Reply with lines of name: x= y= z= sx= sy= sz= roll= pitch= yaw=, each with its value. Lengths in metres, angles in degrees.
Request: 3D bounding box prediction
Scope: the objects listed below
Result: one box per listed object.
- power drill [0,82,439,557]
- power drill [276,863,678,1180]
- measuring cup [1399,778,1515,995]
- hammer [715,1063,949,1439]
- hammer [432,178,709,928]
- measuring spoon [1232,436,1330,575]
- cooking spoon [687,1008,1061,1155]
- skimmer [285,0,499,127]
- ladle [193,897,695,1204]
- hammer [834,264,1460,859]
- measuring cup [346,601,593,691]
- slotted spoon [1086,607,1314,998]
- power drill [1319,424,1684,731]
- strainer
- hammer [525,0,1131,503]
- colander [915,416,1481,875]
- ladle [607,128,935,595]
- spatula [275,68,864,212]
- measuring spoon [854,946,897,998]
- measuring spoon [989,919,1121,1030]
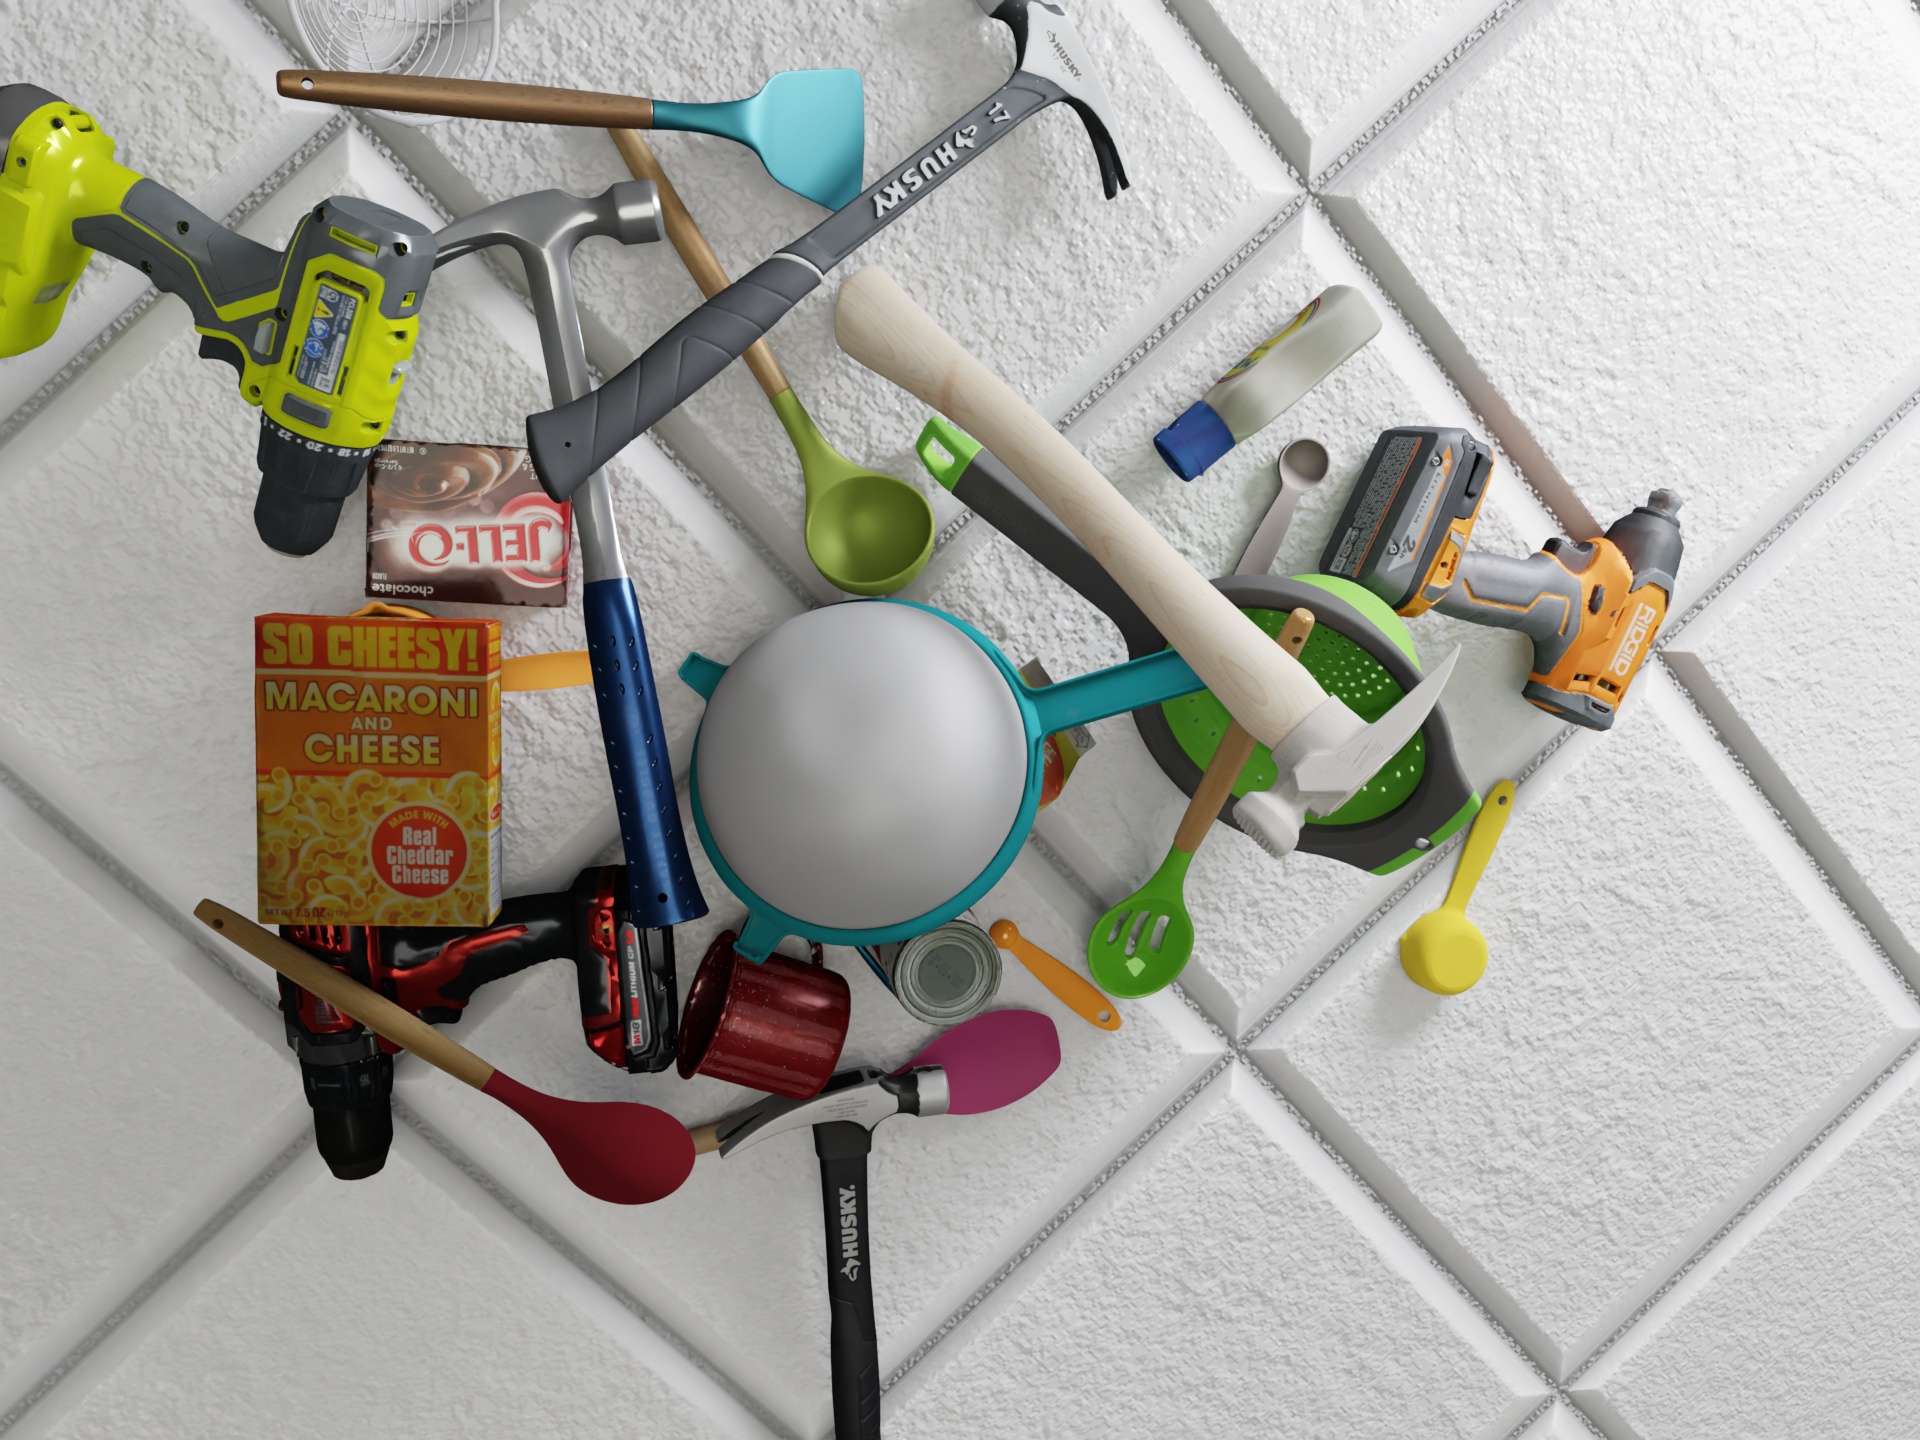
power drill: x=-0.403 y=-0.205 z=0.824 sx=0.228 sy=0.080 sz=0.190 roll=23 pitch=111 yaw=-7
power drill: x=-0.284 y=0.175 z=0.946 sx=0.226 sy=0.080 sz=0.188 roll=-3 pitch=101 yaw=-8
measuring cup: x=0.352 y=0.116 z=1.089 sx=0.062 sy=0.029 sz=0.156 roll=17 pitch=98 yaw=-15
hammer: x=-0.077 y=0.386 z=1.039 sx=0.146 sy=0.035 sz=0.334 roll=-5 pitch=105 yaw=-13
hammer: x=-0.203 y=-0.087 z=0.875 sx=0.144 sy=0.035 sz=0.405 roll=-10 pitch=92 yaw=-7
measuring spoon: x=0.198 y=-0.125 z=1.023 sx=0.034 sy=0.018 sz=0.124 roll=22 pitch=102 yaw=-15
cooking spoon: x=-0.088 y=0.249 z=1.029 sx=0.319 sy=0.017 sz=0.068 roll=-14 pitch=106 yaw=-10
skimmer: x=-0.169 y=-0.408 z=0.848 sx=0.363 sy=0.090 sz=0.127 roll=-14 pitch=115 yaw=-10
ladle: x=-0.289 y=0.188 z=0.900 sx=0.315 sy=0.031 sz=0.069 roll=34 pitch=100 yaw=-11
hammer: x=0.083 y=-0.119 z=0.881 sx=0.146 sy=0.038 sz=0.411 roll=-42 pitch=75 yaw=-3
measuring cup: x=-0.285 y=-0.028 z=0.919 sx=0.173 sy=0.052 sz=0.095 roll=-6 pitch=102 yaw=-13
slotted spoon: x=0.148 y=0.058 z=0.969 sx=0.070 sy=0.031 sz=0.313 roll=11 pitch=128 yaw=-11
power drill: x=0.362 y=-0.107 z=1.026 sx=0.226 sy=0.084 sz=0.164 roll=24 pitch=94 yaw=-19
strainer: x=-0.001 y=-0.003 z=0.887 sx=0.340 sy=0.095 sz=0.211 roll=-16 pitch=70 yaw=5
hammer: x=-0.073 y=-0.256 z=0.877 sx=0.409 sy=0.036 sz=0.149 roll=-42 pitch=103 yaw=-15
colander: x=0.149 y=-0.072 z=0.978 sx=0.397 sy=0.204 sz=0.094 roll=38 pitch=52 yaw=0
ladle: x=-0.116 y=-0.214 z=0.917 sx=0.078 sy=0.062 sz=0.320 roll=-34 pitch=103 yaw=-11
spatula: x=-0.194 y=-0.323 z=0.852 sx=0.317 sy=0.044 sz=0.082 roll=-3 pitch=104 yaw=-23
measuring spoon: x=-0.077 y=0.139 z=0.999 sx=0.021 sy=0.042 sz=0.128 roll=-39 pitch=108 yaw=-4
measuring spoon: x=0.065 y=0.171 z=1.049 sx=0.116 sy=0.011 sz=0.021 roll=41 pitch=91 yaw=-16
